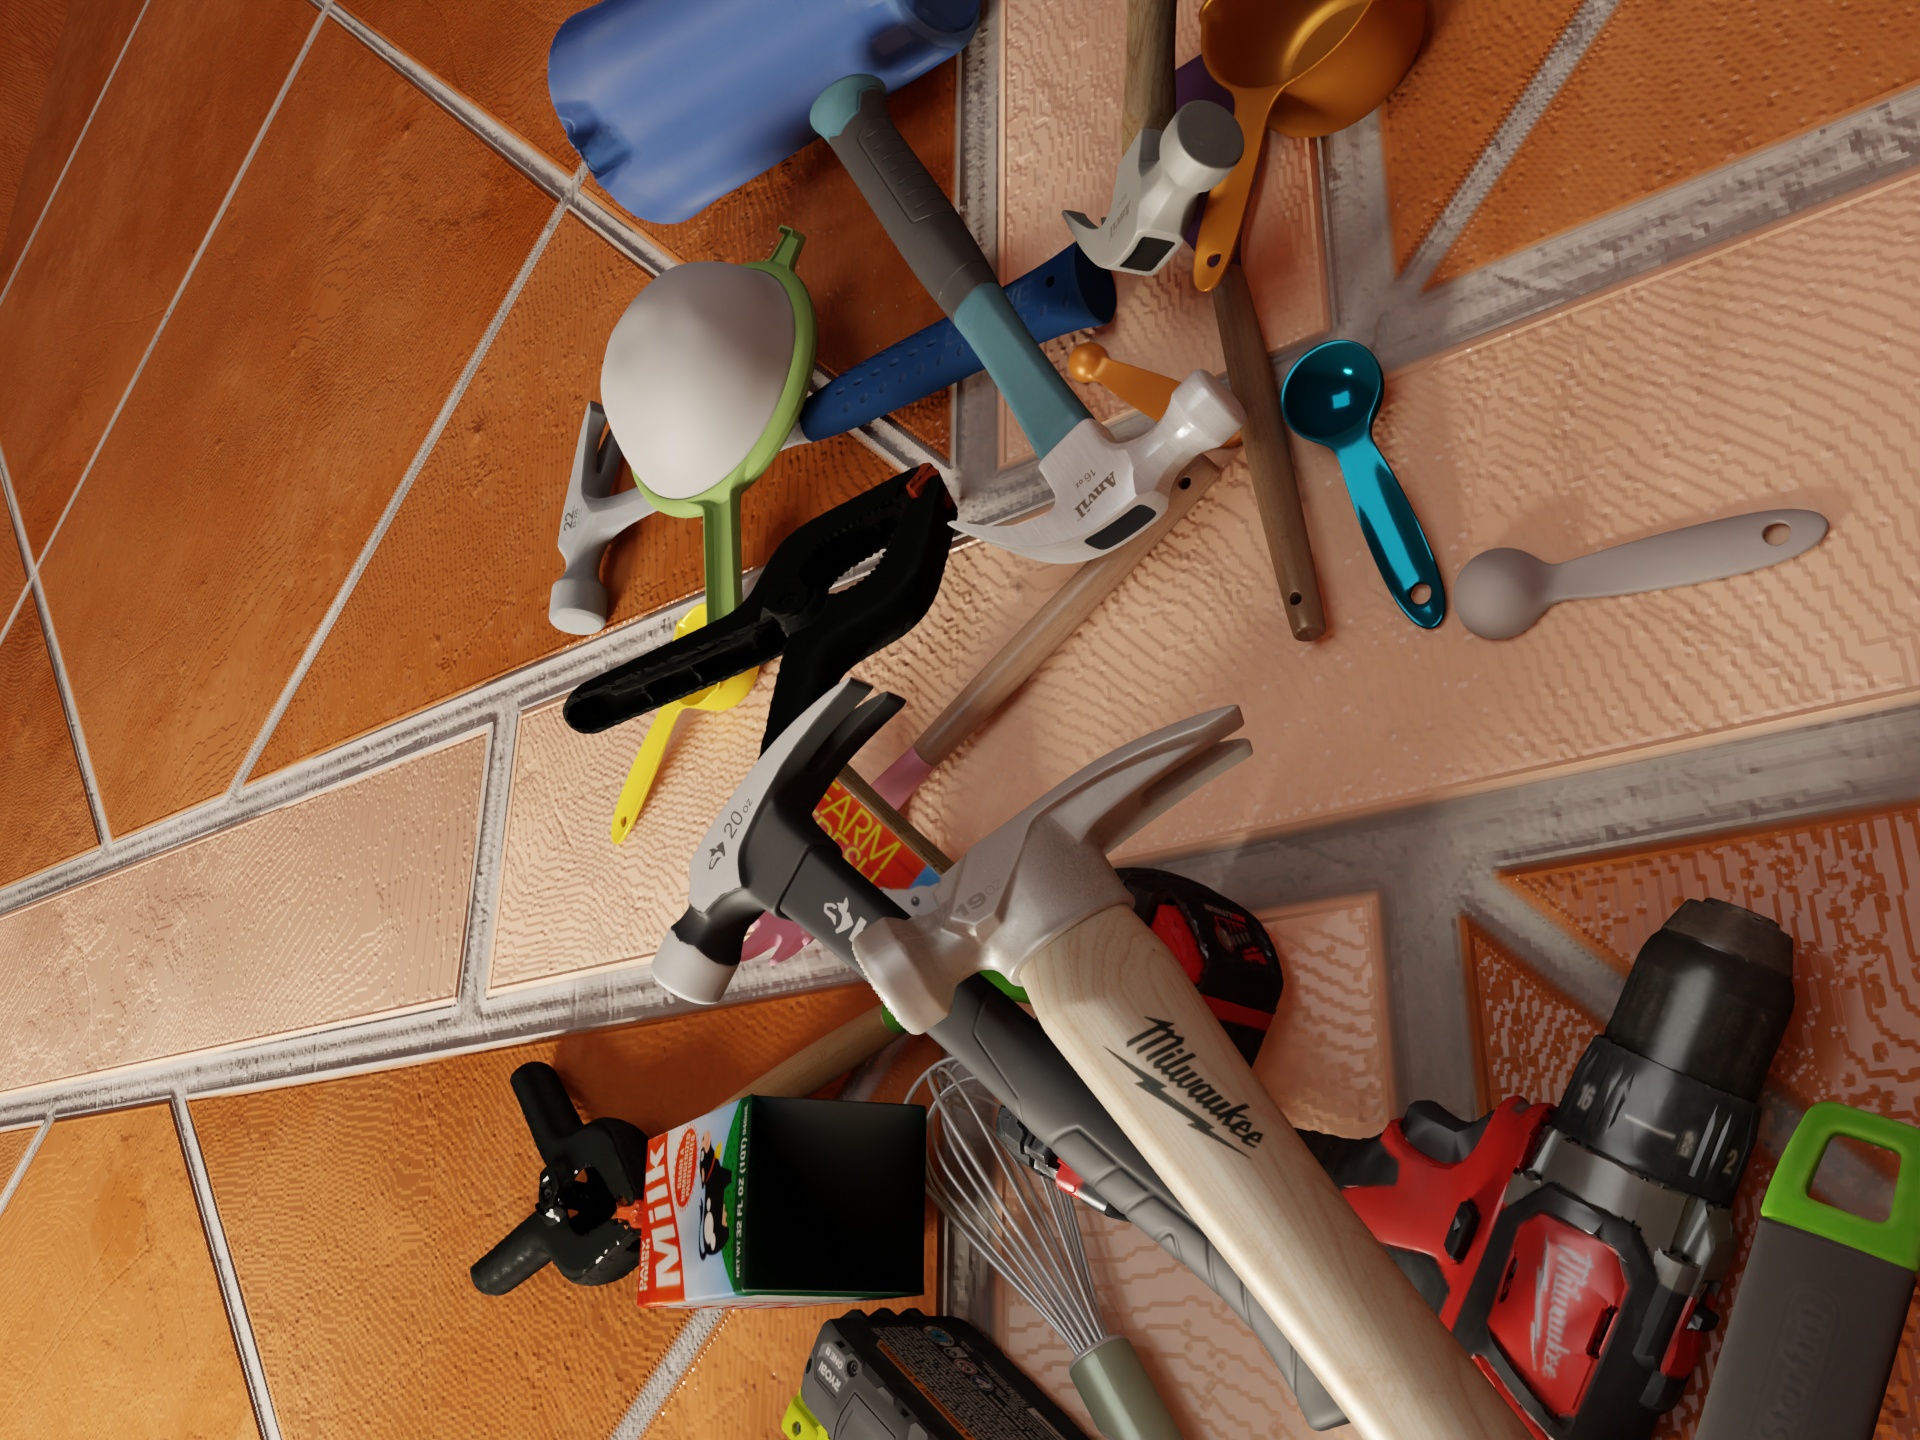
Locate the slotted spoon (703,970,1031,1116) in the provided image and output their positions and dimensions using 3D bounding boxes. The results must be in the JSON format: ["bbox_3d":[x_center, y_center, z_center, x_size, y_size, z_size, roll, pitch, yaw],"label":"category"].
[{"bbox_3d":[-0.045,0.136,0.688,0.313,0.031,0.070,-38,84,37],"label":"slotted spoon"}]

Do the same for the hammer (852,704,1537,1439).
[{"bbox_3d":[0.124,0.168,0.405,0.146,0.038,0.411,-35,55,-2],"label":"hammer"}]

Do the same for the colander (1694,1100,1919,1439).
[{"bbox_3d":[0.178,0.294,0.399,0.205,0.094,0.397,15,76,38],"label":"colander"}]

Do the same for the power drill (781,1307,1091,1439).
[{"bbox_3d":[-0.029,0.356,0.577,0.191,0.080,0.228,27,96,47],"label":"power drill"}]

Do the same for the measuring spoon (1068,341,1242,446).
[{"bbox_3d":[0.085,-0.147,0.711,0.117,0.011,0.021,39,102,44],"label":"measuring spoon"}]

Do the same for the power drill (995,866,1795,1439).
[{"bbox_3d":[0.137,0.119,0.516,0.227,0.080,0.188,23,90,43],"label":"power drill"}]

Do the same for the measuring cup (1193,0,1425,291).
[{"bbox_3d":[0.140,-0.254,0.675,0.095,0.052,0.173,14,86,45],"label":"measuring cup"}]

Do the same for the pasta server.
[{"bbox_3d":[-0.001,-0.002,0.718,0.316,0.040,0.060,-45,74,19],"label":"pasta server"}]

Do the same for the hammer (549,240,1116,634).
[{"bbox_3d":[-0.090,-0.166,0.866,0.405,0.035,0.144,-17,63,38],"label":"hammer"}]

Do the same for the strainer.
[{"bbox_3d":[-0.146,-0.144,0.835,0.151,0.069,0.257,-27,56,33],"label":"strainer"}]

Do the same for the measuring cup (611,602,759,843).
[{"bbox_3d":[-0.152,0.007,0.872,0.062,0.029,0.156,52,122,42],"label":"measuring cup"}]

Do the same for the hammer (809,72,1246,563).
[{"bbox_3d":[0.004,-0.203,0.743,0.128,0.033,0.331,-44,54,23],"label":"hammer"}]

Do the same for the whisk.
[{"bbox_3d":[0.045,0.225,0.580,0.059,0.057,0.247,-30,54,-4],"label":"whisk"}]

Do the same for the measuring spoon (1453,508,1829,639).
[{"bbox_3d":[0.225,-0.054,0.539,0.124,0.018,0.034,-12,66,39],"label":"measuring spoon"}]

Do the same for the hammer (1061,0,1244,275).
[{"bbox_3d":[0.086,-0.353,0.716,0.130,0.031,0.331,138,138,-67],"label":"hammer"}]

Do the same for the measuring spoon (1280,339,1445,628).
[{"bbox_3d":[0.163,-0.090,0.618,0.042,0.021,0.129,-29,65,28],"label":"measuring spoon"}]

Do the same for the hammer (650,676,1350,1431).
[{"bbox_3d":[0.020,0.108,0.540,0.335,0.035,0.146,34,97,39],"label":"hammer"}]

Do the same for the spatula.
[{"bbox_3d":[0.121,-0.173,0.683,0.060,0.018,0.316,-23,58,30],"label":"spatula"}]
